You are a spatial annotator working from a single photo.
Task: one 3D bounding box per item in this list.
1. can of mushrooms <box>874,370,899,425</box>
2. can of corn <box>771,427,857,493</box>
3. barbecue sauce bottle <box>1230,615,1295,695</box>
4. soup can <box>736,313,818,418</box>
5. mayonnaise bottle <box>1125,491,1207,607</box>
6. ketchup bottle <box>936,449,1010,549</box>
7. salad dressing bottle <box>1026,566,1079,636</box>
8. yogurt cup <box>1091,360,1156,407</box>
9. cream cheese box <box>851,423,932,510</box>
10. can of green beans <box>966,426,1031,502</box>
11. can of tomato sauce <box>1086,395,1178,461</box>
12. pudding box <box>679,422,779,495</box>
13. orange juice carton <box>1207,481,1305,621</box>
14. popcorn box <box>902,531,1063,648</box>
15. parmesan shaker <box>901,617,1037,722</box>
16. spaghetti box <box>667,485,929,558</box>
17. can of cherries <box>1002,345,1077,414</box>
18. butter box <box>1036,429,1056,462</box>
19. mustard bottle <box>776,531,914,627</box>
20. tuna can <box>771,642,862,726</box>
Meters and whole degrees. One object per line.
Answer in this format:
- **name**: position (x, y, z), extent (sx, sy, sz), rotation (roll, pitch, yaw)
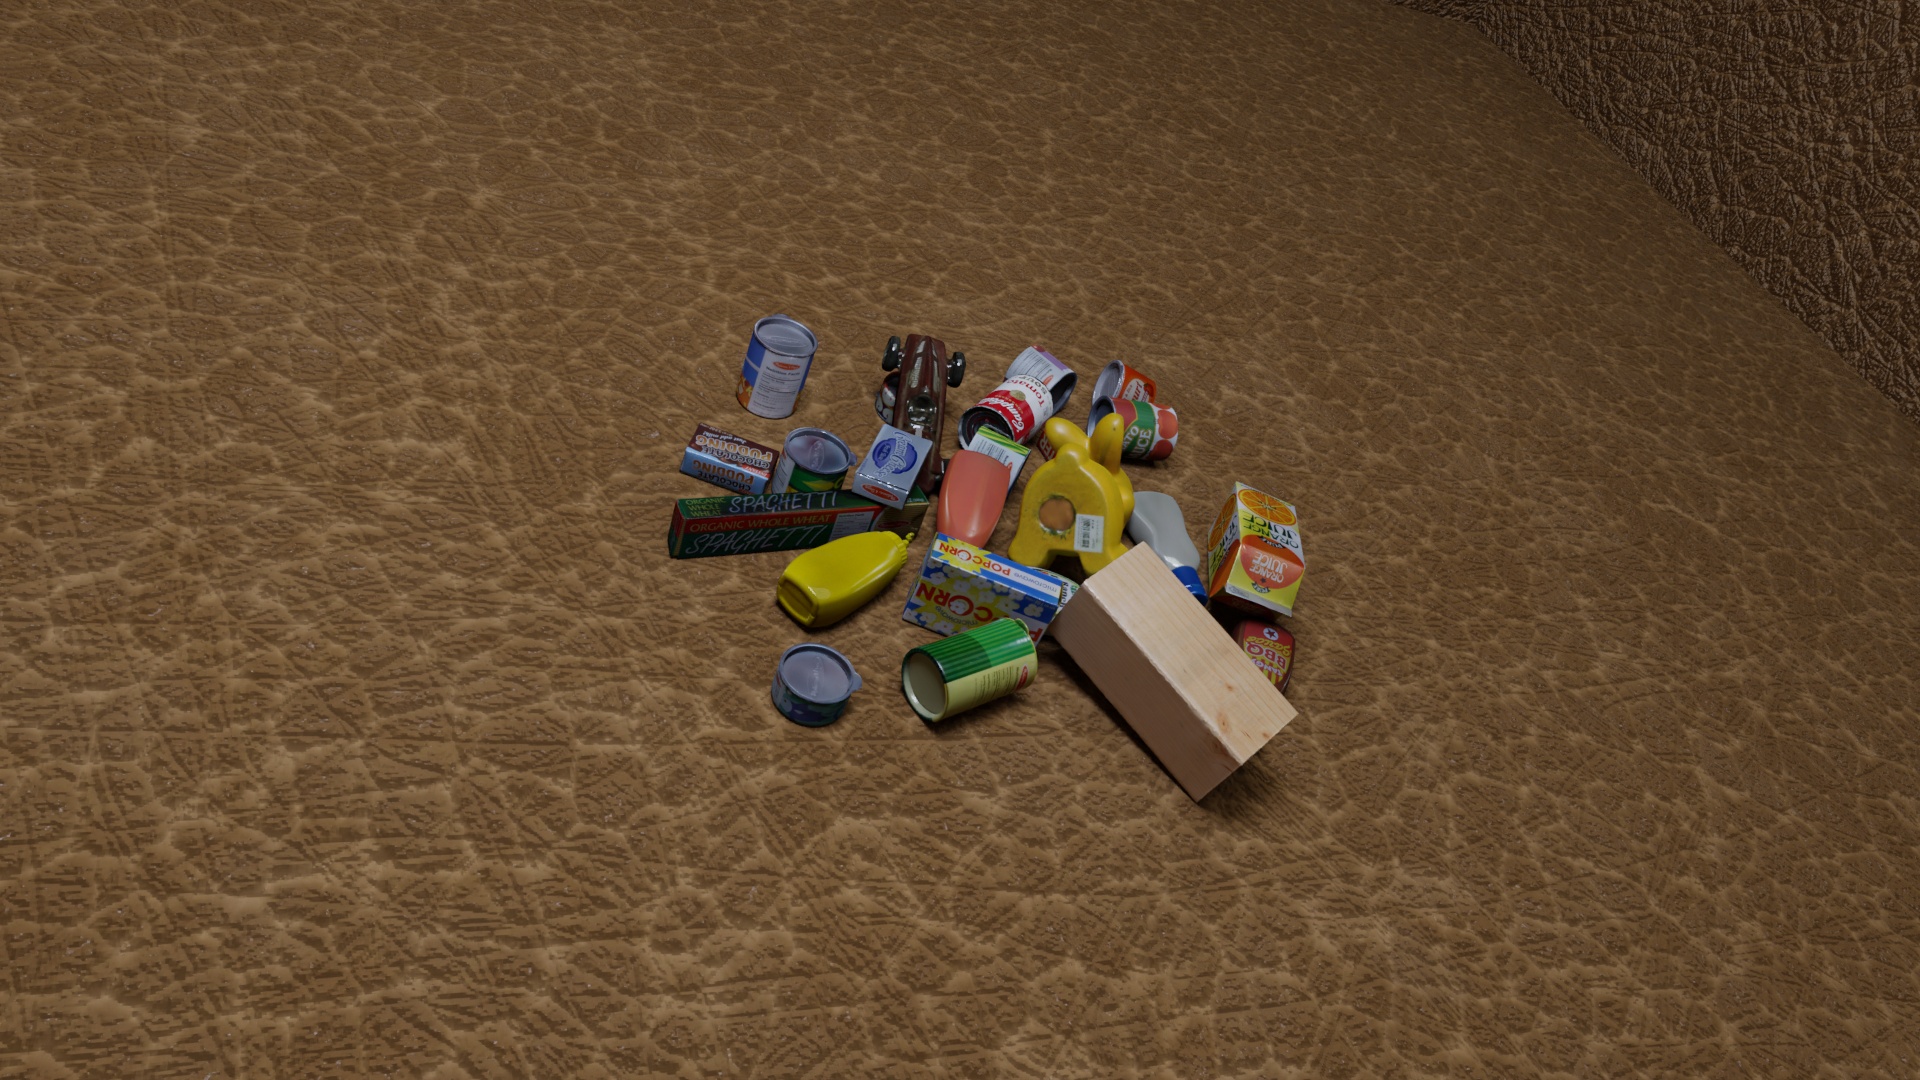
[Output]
- **can of mushrooms**: position (-0.058, -0.152, 1.500), extent (0.071, 0.033, 0.071), rotation (14, 41, -12)
- **can of corn**: position (-0.141, -0.065, 1.338), extent (0.071, 0.058, 0.071), rotation (15, 40, -12)
- **barbecue sauce bottle**: position (0.286, 0.137, 1.343), extent (0.065, 0.043, 0.149), rotation (25, 39, 1)
- **soup can**: position (-0.189, -0.178, 1.422), extent (0.071, 0.083, 0.072), rotation (15, 40, -13)
- **mayonnaise bottle**: position (0.217, 0.012, 1.452), extent (0.065, 0.041, 0.149), rotation (5, 44, -23)
- **ketchup bottle**: position (0.005, -0.017, 1.346), extent (0.065, 0.043, 0.149), rotation (22, 54, -9)
- **salad dressing bottle**: position (0.113, 0.069, 1.329), extent (0.148, 0.043, 0.064), rotation (18, 45, -8)
- **yogurt cup**: position (0.193, -0.171, 1.630), extent (0.054, 0.072, 0.073), rotation (20, 38, -19)
- **cream cheese box**: position (-0.065, -0.072, 1.335), extent (0.053, 0.024, 0.104), rotation (21, 34, 1)
- **can of green beans**: position (0.033, -0.077, 1.436), extent (0.058, 0.071, 0.071), rotation (27, 39, 3)
- **can of tomato sauce**: position (0.195, -0.125, 1.575), extent (0.083, 0.070, 0.071), rotation (6, 42, -23)
- **pudding box**: position (-0.221, -0.076, 1.331), extent (0.084, 0.030, 0.050), rotation (20, 40, -5)
- **orange juice carton**: position (0.304, 0.019, 1.436), extent (0.072, 0.072, 0.193), rotation (23, 28, -3)
- **popcorn box**: position (0.020, 0.054, 1.266), extent (0.127, 0.084, 0.038), rotation (22, 40, -4)
- **parmesan shaker**: position (0.008, 0.109, 1.208), extent (0.103, 0.071, 0.071), rotation (-15, 53, -38)
- **spaghetti box**: position (-0.148, -0.019, 1.289), extent (0.251, 0.049, 0.029), rotation (-5, 45, -31)
- **can of cherries**: position (0.091, -0.180, 1.586), extent (0.058, 0.071, 0.072), rotation (40, 41, 19)
- **butter box**: position (0.129, -0.081, 1.523), extent (0.053, 0.024, 0.104), rotation (-2, 46, -30)
- **mustard bottle**: position (-0.094, 0.026, 1.267), extent (0.065, 0.048, 0.161), rotation (42, 41, 20)
- **tuna can**: position (-0.120, 0.121, 1.159), extent (0.071, 0.032, 0.071), rotation (14, 40, -12)
